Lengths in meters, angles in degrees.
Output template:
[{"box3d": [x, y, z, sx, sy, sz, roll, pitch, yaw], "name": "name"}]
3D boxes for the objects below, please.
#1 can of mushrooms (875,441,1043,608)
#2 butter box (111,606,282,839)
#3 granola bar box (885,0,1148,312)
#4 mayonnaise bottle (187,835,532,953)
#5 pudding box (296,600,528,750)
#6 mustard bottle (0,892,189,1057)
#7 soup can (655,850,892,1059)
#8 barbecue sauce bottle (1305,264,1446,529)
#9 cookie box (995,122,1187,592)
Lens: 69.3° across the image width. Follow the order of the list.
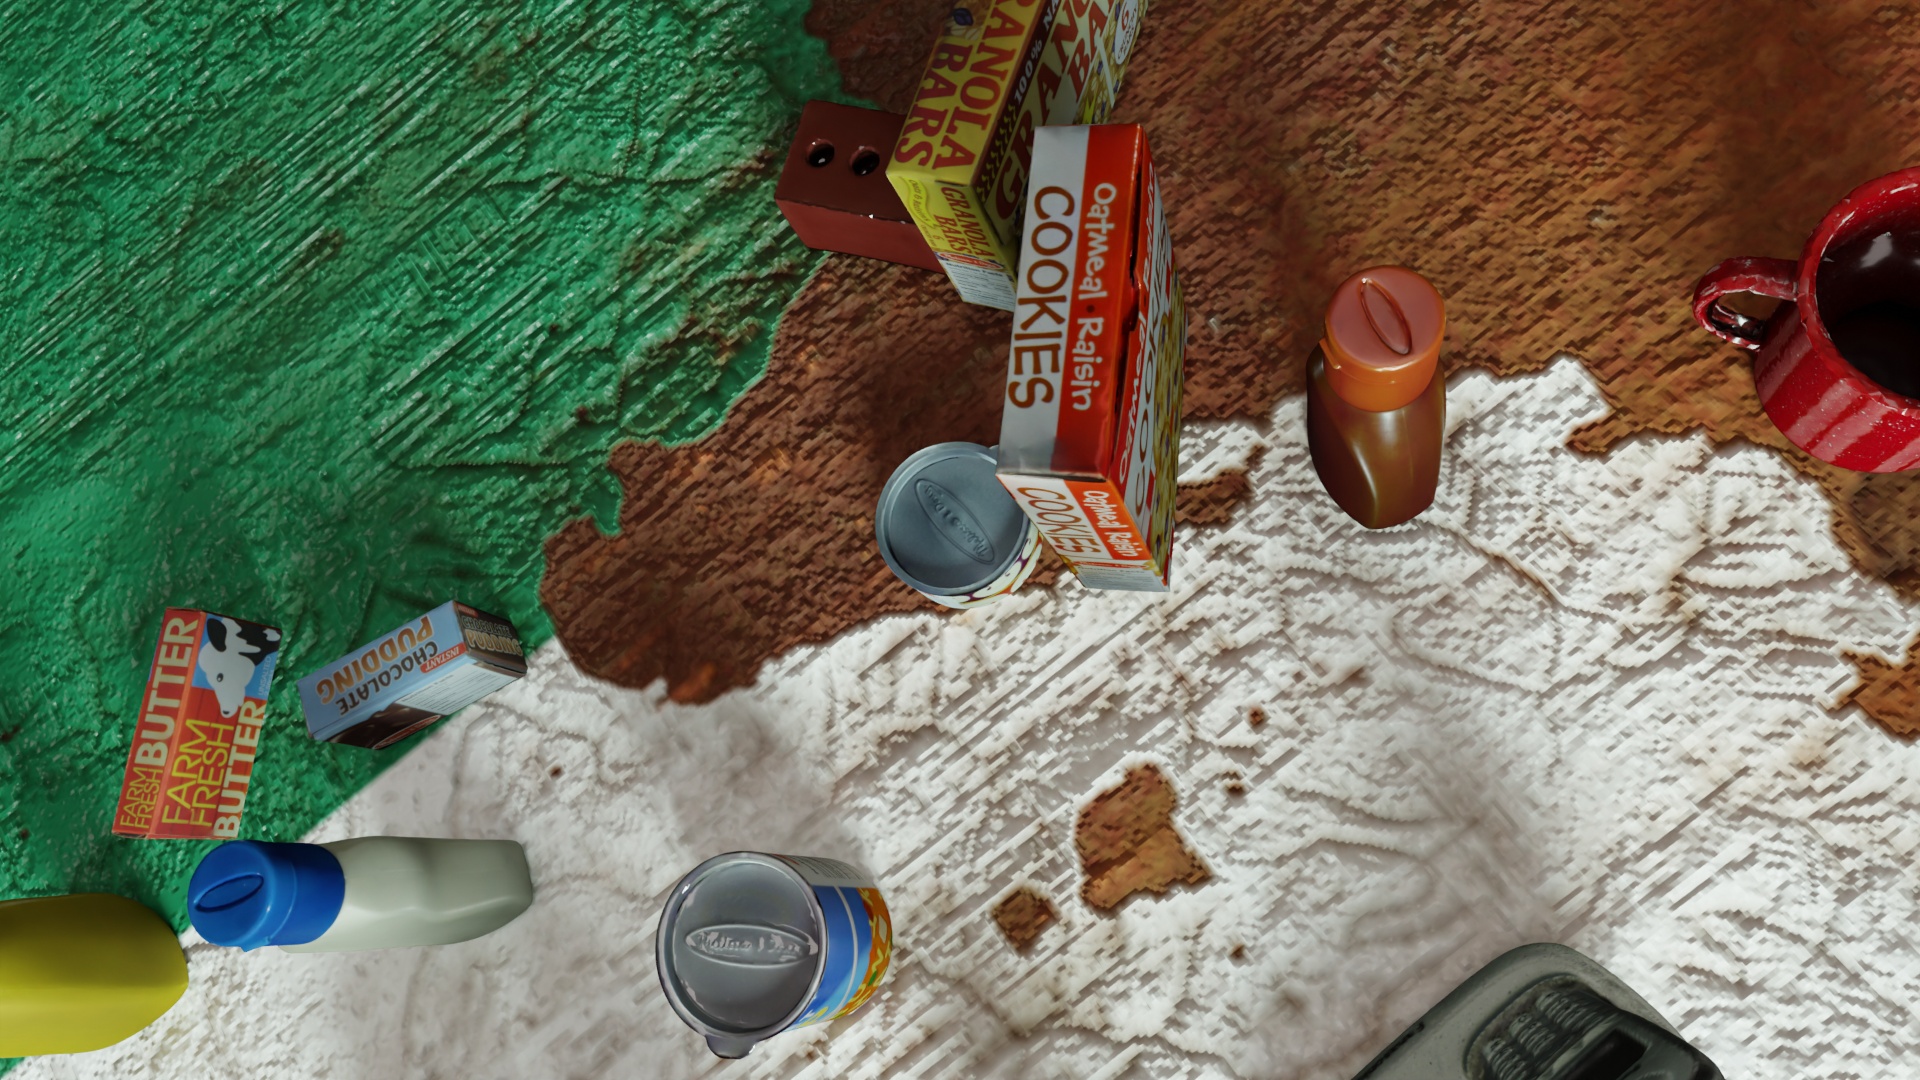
[{"box3d": [0.002, -0.007, 0.585, 0.071, 0.033, 0.071, -4, 74, 14], "name": "can of mushrooms"}, {"box3d": [-0.350, 0.086, 0.641, 0.024, 0.053, 0.103, 3, 76, 15], "name": "butter box"}, {"box3d": [0.031, -0.194, 0.580, 0.039, 0.124, 0.166, 16, 80, 18], "name": "granola bar box"}, {"box3d": [-0.232, 0.138, 0.545, 0.065, 0.148, 0.041, -21, 72, 9], "name": "mayonnaise bottle"}, {"box3d": [-0.245, 0.062, 0.622, 0.083, 0.049, 0.030, -28, 71, 6], "name": "pudding box"}, {"box3d": [-0.397, 0.179, 0.570, 0.049, 0.160, 0.065, -42, 70, 1], "name": "mustard bottle"}, {"box3d": [-0.069, 0.157, 0.532, 0.071, 0.083, 0.071, -4, 75, 14], "name": "soup can"}, {"box3d": [0.149, -0.051, 0.498, 0.043, 0.148, 0.065, -25, 71, 7], "name": "barbecue sauce bottle"}, {"box3d": [0.056, -0.058, 0.514, 0.040, 0.167, 0.123, 2, 76, 15], "name": "cookie box"}]
